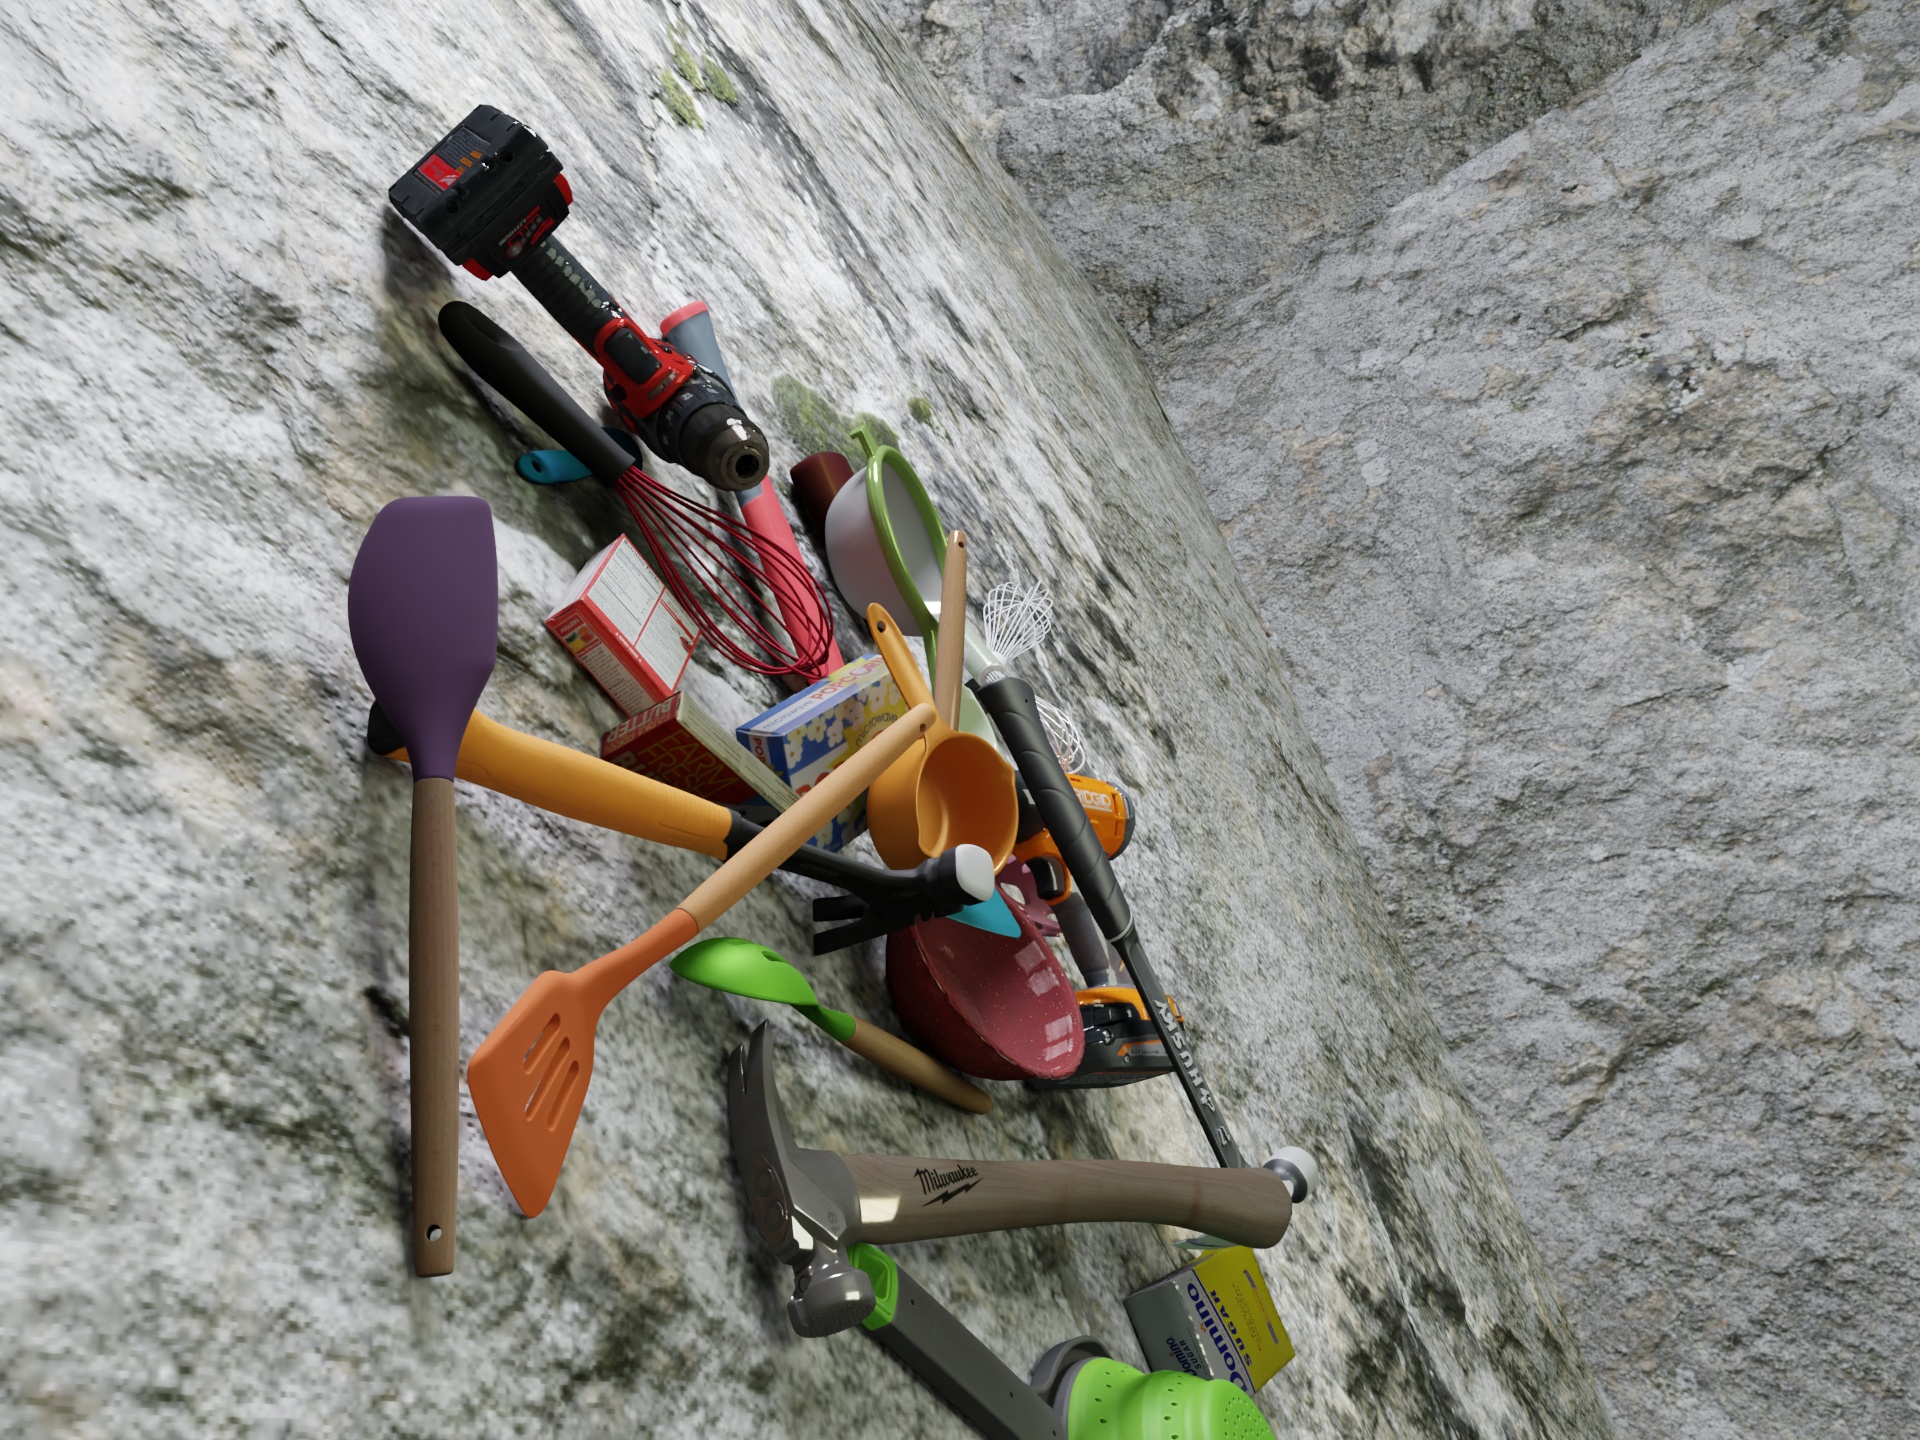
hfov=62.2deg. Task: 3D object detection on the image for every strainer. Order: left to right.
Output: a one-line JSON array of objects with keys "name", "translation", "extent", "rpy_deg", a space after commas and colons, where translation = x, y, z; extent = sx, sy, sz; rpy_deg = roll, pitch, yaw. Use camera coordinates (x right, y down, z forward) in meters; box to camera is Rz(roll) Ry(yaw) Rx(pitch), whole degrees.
[{"name": "strainer", "translation": [-0.047, -0.071, 1.138], "extent": [0.151, 0.069, 0.257], "rpy_deg": [42, 34, -61]}]

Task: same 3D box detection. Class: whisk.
[{"name": "whisk", "translation": [-0.179, -0.127, 0.906], "extent": [0.295, 0.073, 0.073], "rpy_deg": [44, 23, -18]}, {"name": "whisk", "translation": [0.028, -0.032, 1.291], "extent": [0.059, 0.057, 0.247], "rpy_deg": [-7, 39, -29]}, {"name": "whisk", "translation": [0.035, -0.060, 1.428], "extent": [0.070, 0.070, 0.285], "rpy_deg": [57, 24, -14]}]

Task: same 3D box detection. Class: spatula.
[{"name": "spatula", "translation": [-0.205, 0.049, 0.611], "extent": [0.018, 0.059, 0.316], "rpy_deg": [111, -27, -63]}, {"name": "spatula", "translation": [-0.099, 0.078, 0.705], "extent": [0.323, 0.041, 0.081], "rpy_deg": [-42, 132, -42]}, {"name": "spatula", "translation": [-0.002, -0.003, 1.045], "extent": [0.082, 0.044, 0.318], "rpy_deg": [22, 53, -28]}]

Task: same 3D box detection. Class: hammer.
[{"name": "hammer", "translation": [-0.135, 0.051, 0.773], "extent": [0.336, 0.127, 0.034], "rpy_deg": [26, 52, -44]}, {"name": "hammer", "translation": [-0.123, -0.132, 1.092], "extent": [0.143, 0.038, 0.387], "rpy_deg": [21, 41, -56]}, {"name": "hammer", "translation": [0.050, 0.249, 0.867], "extent": [0.410, 0.038, 0.146], "rpy_deg": [17, 39, -44]}, {"name": "hammer", "translation": [0.111, 0.157, 1.064], "extent": [0.149, 0.036, 0.409], "rpy_deg": [-17, 79, -54]}]

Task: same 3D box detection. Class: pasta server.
[{"name": "pasta server", "translation": [-0.018, 0.061, 1.131], "extent": [0.315, 0.040, 0.060], "rpy_deg": [47, 41, -35]}]

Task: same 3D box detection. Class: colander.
[{"name": "colander", "translation": [0.082, 0.378, 0.844], "extent": [0.396, 0.094, 0.205], "rpy_deg": [51, 21, -28]}]

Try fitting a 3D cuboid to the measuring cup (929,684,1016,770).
[{"name": "measuring cup", "translation": [0.018, 0.039, 1.259], "extent": [0.167, 0.038, 0.083], "rpy_deg": [52, 20, -31]}]

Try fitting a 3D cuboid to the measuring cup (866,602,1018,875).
[{"name": "measuring cup", "translation": [-0.030, 0.016, 0.915], "extent": [0.095, 0.052, 0.173], "rpy_deg": [-38, 108, -45]}]

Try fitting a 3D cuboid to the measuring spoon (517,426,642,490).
[{"name": "measuring spoon", "translation": [-0.219, -0.154, 0.932], "extent": [0.042, 0.021, 0.128], "rpy_deg": [60, 19, -3]}]

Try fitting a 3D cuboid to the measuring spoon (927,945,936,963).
[{"name": "measuring spoon", "translation": [-0.029, 0.116, 1.069], "extent": [0.021, 0.011, 0.117], "rpy_deg": [38, 33, -40]}]

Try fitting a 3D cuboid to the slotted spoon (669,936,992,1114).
[{"name": "slotted spoon", "translation": [-0.053, 0.174, 0.869], "extent": [0.313, 0.070, 0.031], "rpy_deg": [44, 65, -53]}]

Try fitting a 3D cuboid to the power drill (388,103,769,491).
[{"name": "power drill", "translation": [-0.204, -0.227, 0.907], "extent": [0.226, 0.080, 0.188], "rpy_deg": [48, -3, -39]}]

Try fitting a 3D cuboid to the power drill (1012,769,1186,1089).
[{"name": "power drill", "translation": [0.075, 0.141, 1.127], "extent": [0.164, 0.084, 0.227], "rpy_deg": [14, 58, -49]}]
